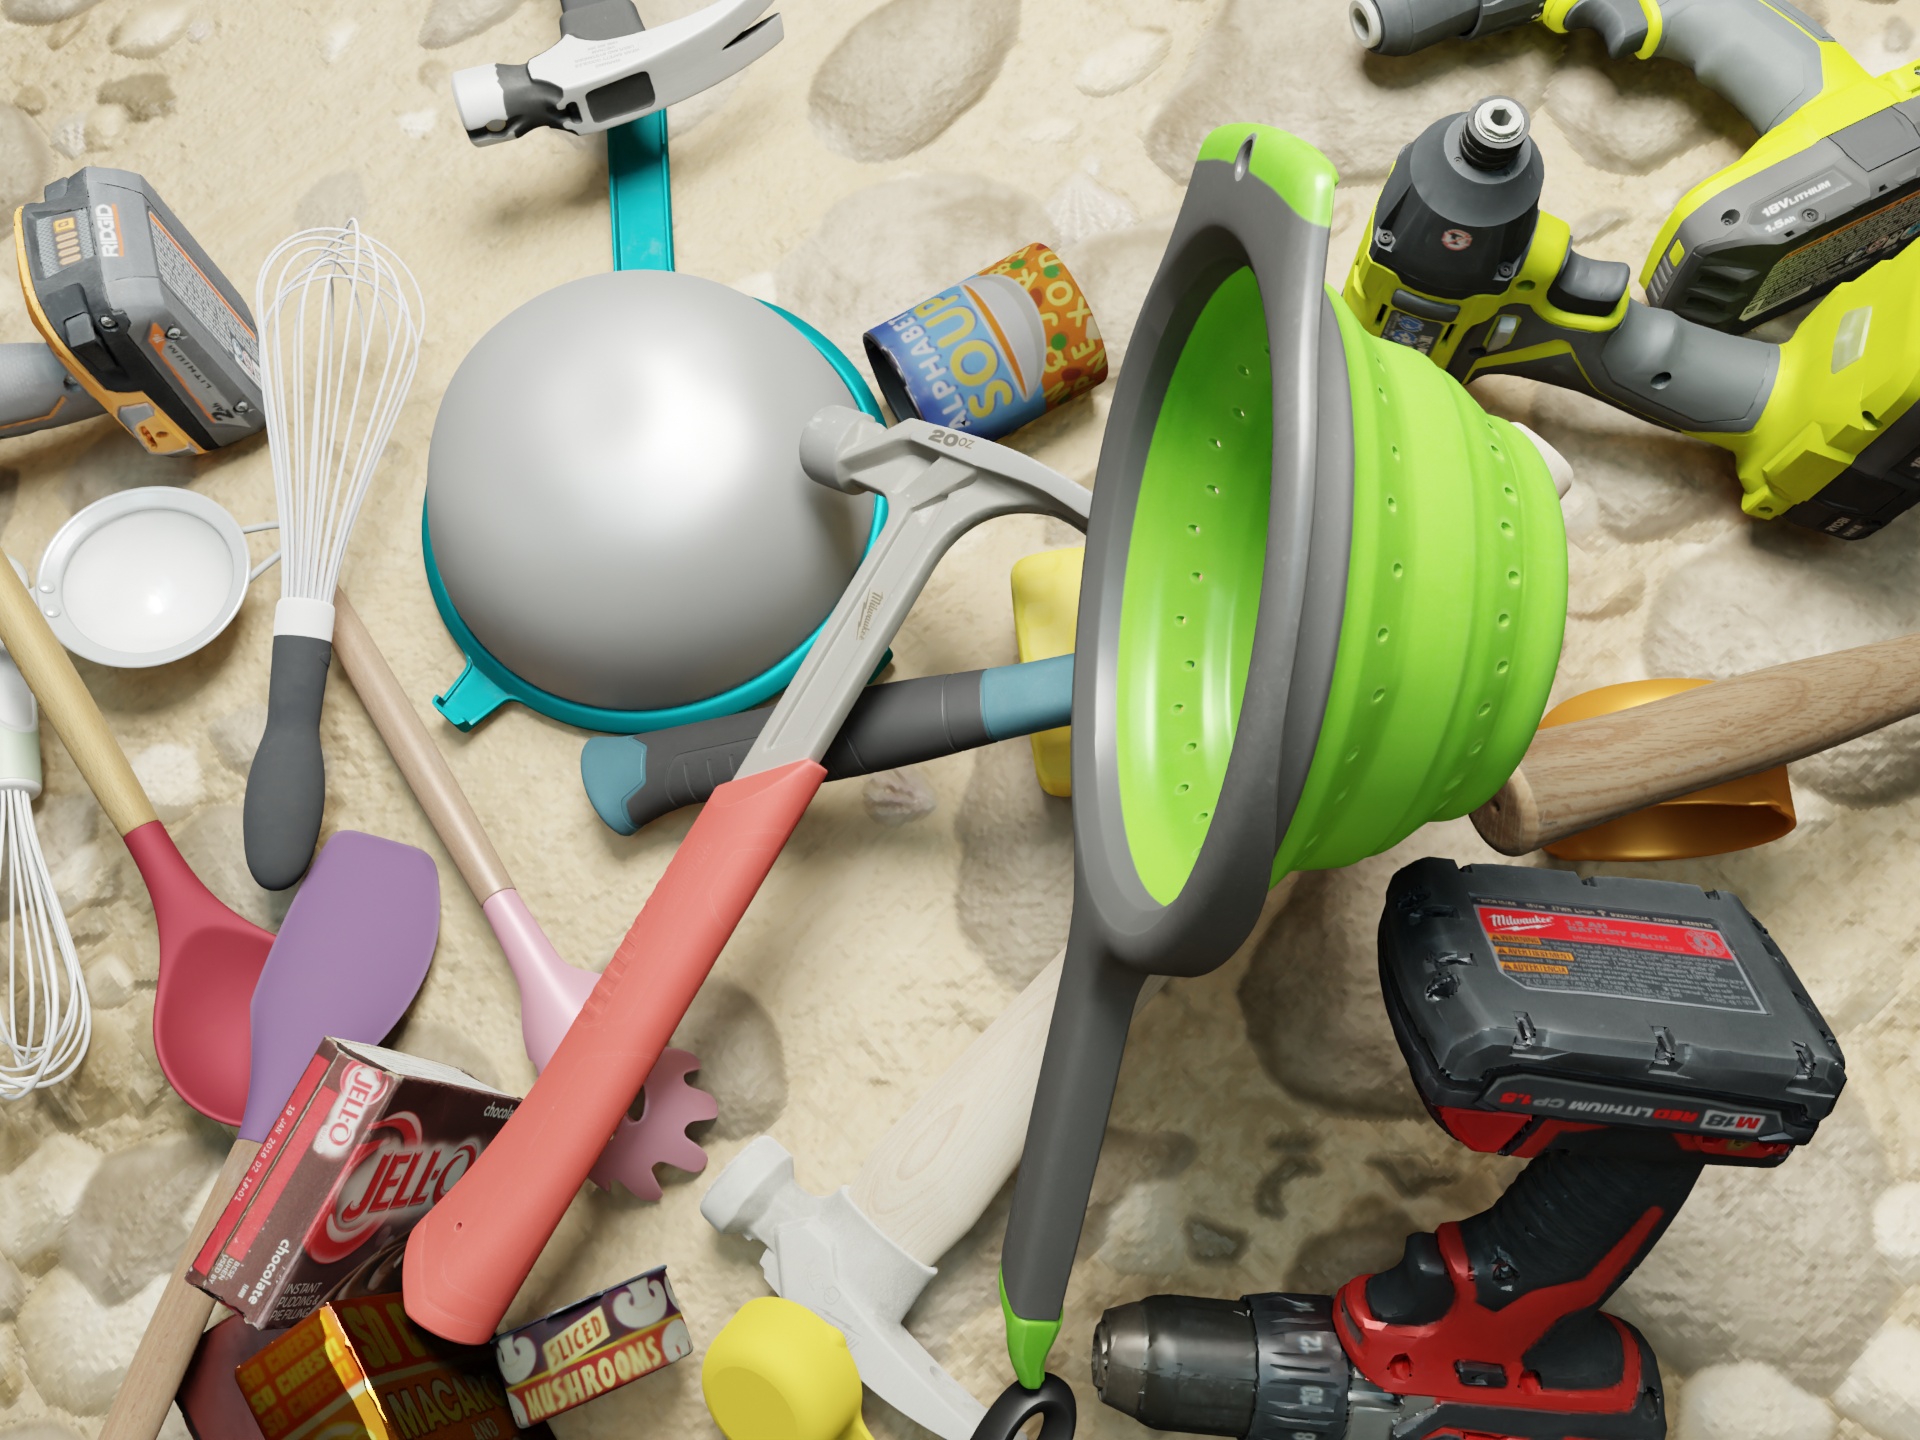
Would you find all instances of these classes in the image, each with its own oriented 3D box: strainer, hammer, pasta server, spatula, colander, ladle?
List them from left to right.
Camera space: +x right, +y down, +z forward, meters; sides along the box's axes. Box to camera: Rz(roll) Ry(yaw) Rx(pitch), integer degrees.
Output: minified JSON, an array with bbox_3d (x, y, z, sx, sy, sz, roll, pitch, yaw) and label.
[{"bbox_3d":[-0.409,-0.043,0.660,0.258,0.050,0.087,-14,69,-20],"label":"strainer"},{"bbox_3d":[-0.341,0.022,0.634,0.069,0.031,0.315,-30,88,-29],"label":"ladle"},{"bbox_3d":[-0.264,0.180,0.576,0.059,0.018,0.316,18,57,-7],"label":"spatula"},{"bbox_3d":[-0.198,0.054,0.651,0.060,0.040,0.316,-35,70,-6],"label":"pasta server"},{"bbox_3d":[-0.189,-0.412,0.758,0.146,0.035,0.335,-16,64,-5],"label":"hammer"},{"bbox_3d":[-0.142,-0.168,0.673,0.211,0.095,0.340,-7,75,3],"label":"strainer"},{"bbox_3d":[-0.079,0.056,0.561,0.149,0.036,0.359,26,82,34],"label":"hammer"},{"bbox_3d":[-0.001,-0.002,0.587,0.331,0.033,0.128,-11,66,23],"label":"hammer"},{"bbox_3d":[0.085,0.069,0.574,0.146,0.038,0.410,40,92,13],"label":"hammer"},{"bbox_3d":[0.084,0.042,0.463,0.094,0.205,0.396,6,115,-8],"label":"colander"},{"bbox_3d":[0.302,-0.006,0.546,0.331,0.031,0.130,-13,70,-27],"label":"hammer"}]

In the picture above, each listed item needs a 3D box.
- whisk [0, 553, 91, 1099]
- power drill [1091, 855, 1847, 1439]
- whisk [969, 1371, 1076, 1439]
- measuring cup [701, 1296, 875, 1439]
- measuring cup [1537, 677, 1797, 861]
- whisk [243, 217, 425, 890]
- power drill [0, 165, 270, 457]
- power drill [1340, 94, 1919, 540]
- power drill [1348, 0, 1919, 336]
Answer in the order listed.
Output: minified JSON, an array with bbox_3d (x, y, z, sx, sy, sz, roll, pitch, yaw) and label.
[{"bbox_3d":[-0.397,0.037,0.664,0.059,0.057,0.246,-29,66,28],"label":"whisk"},{"bbox_3d":[0.147,0.157,0.498,0.188,0.226,0.080,6,32,-1],"label":"power drill"},{"bbox_3d":[-0.043,0.348,0.518,0.073,0.073,0.296,30,82,13],"label":"whisk"},{"bbox_3d":[-0.035,0.275,0.558,0.156,0.029,0.062,50,124,9],"label":"measuring cup"},{"bbox_3d":[0.218,0.010,0.570,0.173,0.095,0.052,11,70,-22],"label":"measuring cup"},{"bbox_3d":[-0.267,-0.072,0.657,0.070,0.070,0.285,1,81,6],"label":"whisk"},{"bbox_3d":[-0.429,-0.151,0.651,0.226,0.185,0.084,-18,71,-3],"label":"power drill"},{"bbox_3d":[0.259,-0.151,0.595,0.223,0.171,0.080,17,76,6],"label":"power drill"},{"bbox_3d":[0.296,-0.280,0.677,0.190,0.080,0.229,-26,70,-3],"label":"power drill"}]
